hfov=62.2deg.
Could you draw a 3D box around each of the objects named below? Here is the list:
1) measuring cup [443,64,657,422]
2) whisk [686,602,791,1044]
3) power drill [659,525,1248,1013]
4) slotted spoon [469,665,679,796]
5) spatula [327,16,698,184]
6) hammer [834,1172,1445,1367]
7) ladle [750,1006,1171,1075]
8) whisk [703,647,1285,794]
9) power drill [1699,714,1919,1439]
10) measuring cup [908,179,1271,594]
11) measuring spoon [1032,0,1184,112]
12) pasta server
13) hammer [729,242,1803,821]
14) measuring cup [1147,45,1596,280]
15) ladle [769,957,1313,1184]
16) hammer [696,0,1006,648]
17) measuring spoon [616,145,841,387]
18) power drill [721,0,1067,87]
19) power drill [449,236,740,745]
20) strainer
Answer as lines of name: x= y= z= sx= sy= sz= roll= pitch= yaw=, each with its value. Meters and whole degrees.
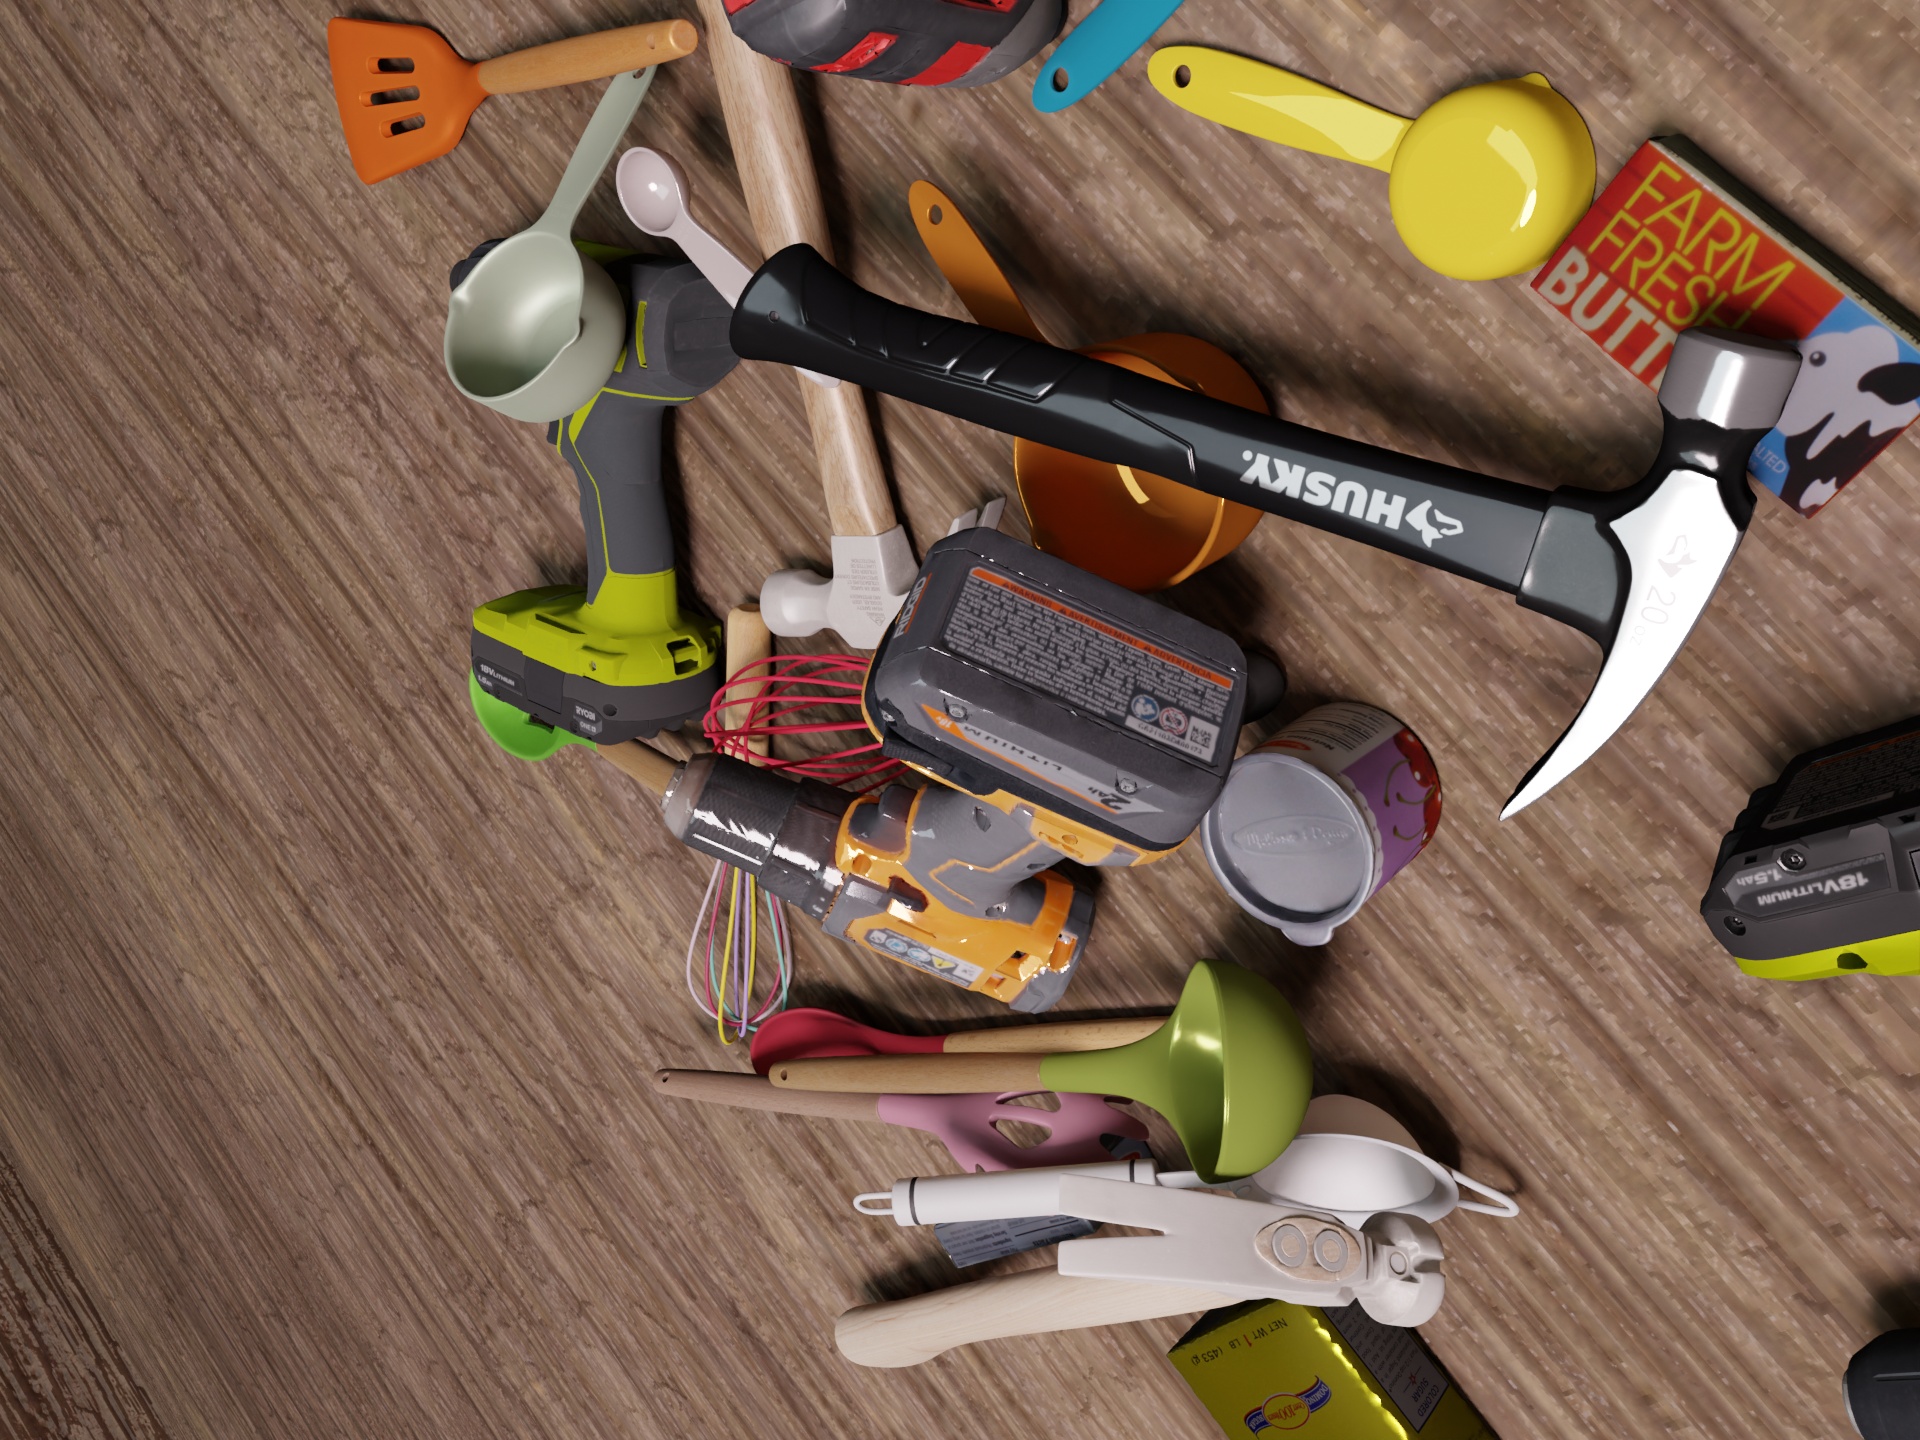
measuring cup: x=-0.155 y=-0.202 z=0.665 sx=0.083 sy=0.038 sz=0.167 roll=22 pitch=85 yaw=33
whisk: x=-0.108 y=0.059 z=0.800 sx=0.051 sy=0.047 sz=0.244 roll=23 pitch=120 yaw=35
power drill: x=-0.014 y=0.024 z=0.600 sx=0.185 sy=0.084 sz=0.226 roll=24 pitch=147 yaw=-4
slotted spoon: x=-0.167 y=0.021 z=0.813 sx=0.314 sy=0.031 sz=0.070 roll=23 pitch=115 yaw=44
spatula: x=-0.207 y=-0.287 z=0.707 sx=0.323 sy=0.041 sz=0.081 roll=20 pitch=122 yaw=50
hammer: x=0.021 y=0.254 z=0.697 sx=0.410 sy=0.146 sz=0.038 roll=136 pitch=142 yaw=-55
ladle: x=0.014 y=0.152 z=0.741 sx=0.315 sy=0.031 sz=0.069 roll=-14 pitch=115 yaw=43
whisk: x=-0.001 y=-0.002 z=0.667 sx=0.296 sy=0.073 sz=0.073 roll=-6 pitch=105 yaw=37
power drill: x=0.302 y=0.113 z=0.429 sx=0.190 sy=0.080 sz=0.228 roll=-27 pitch=92 yaw=45
measuring cup: x=0.045 y=-0.127 z=0.569 sx=0.174 sy=0.052 sz=0.095 roll=56 pitch=135 yaw=10
measuring spoon: x=0.062 y=-0.241 z=0.521 sx=0.128 sy=0.021 sz=0.042 roll=-31 pitch=87 yaw=44
pasta server: x=-0.048 y=0.186 z=0.762 sx=0.316 sy=0.060 sz=0.040 roll=-8 pitch=139 yaw=45
hammer: x=0.065 y=-0.086 z=0.505 sx=0.335 sy=0.035 sz=0.146 roll=22 pitch=118 yaw=24
measuring cup: x=0.117 y=-0.181 z=0.493 sx=0.157 sy=0.029 sz=0.062 roll=31 pitch=127 yaw=27
ladle: x=0.010 y=0.144 z=0.653 sx=0.320 sy=0.062 sz=0.078 roll=-14 pitch=70 yaw=46
hammer: x=-0.063 y=-0.185 z=0.635 sx=0.130 sy=0.031 sz=0.331 roll=5 pitch=118 yaw=39
measuring spoon: x=-0.088 y=-0.180 z=0.631 sx=0.124 sy=0.018 sz=0.034 roll=46 pitch=137 yaw=1
power drill: x=-0.028 y=-0.311 z=0.497 sx=0.078 sy=0.143 sz=0.219 roll=-7 pitch=98 yaw=39
power drill: x=-0.182 y=-0.116 z=0.765 sx=0.171 sy=0.080 sz=0.223 roll=20 pitch=117 yaw=34
strainer: x=0.081 y=0.179 z=0.625 sx=0.258 sy=0.050 sz=0.086 roll=-8 pitch=138 yaw=13
